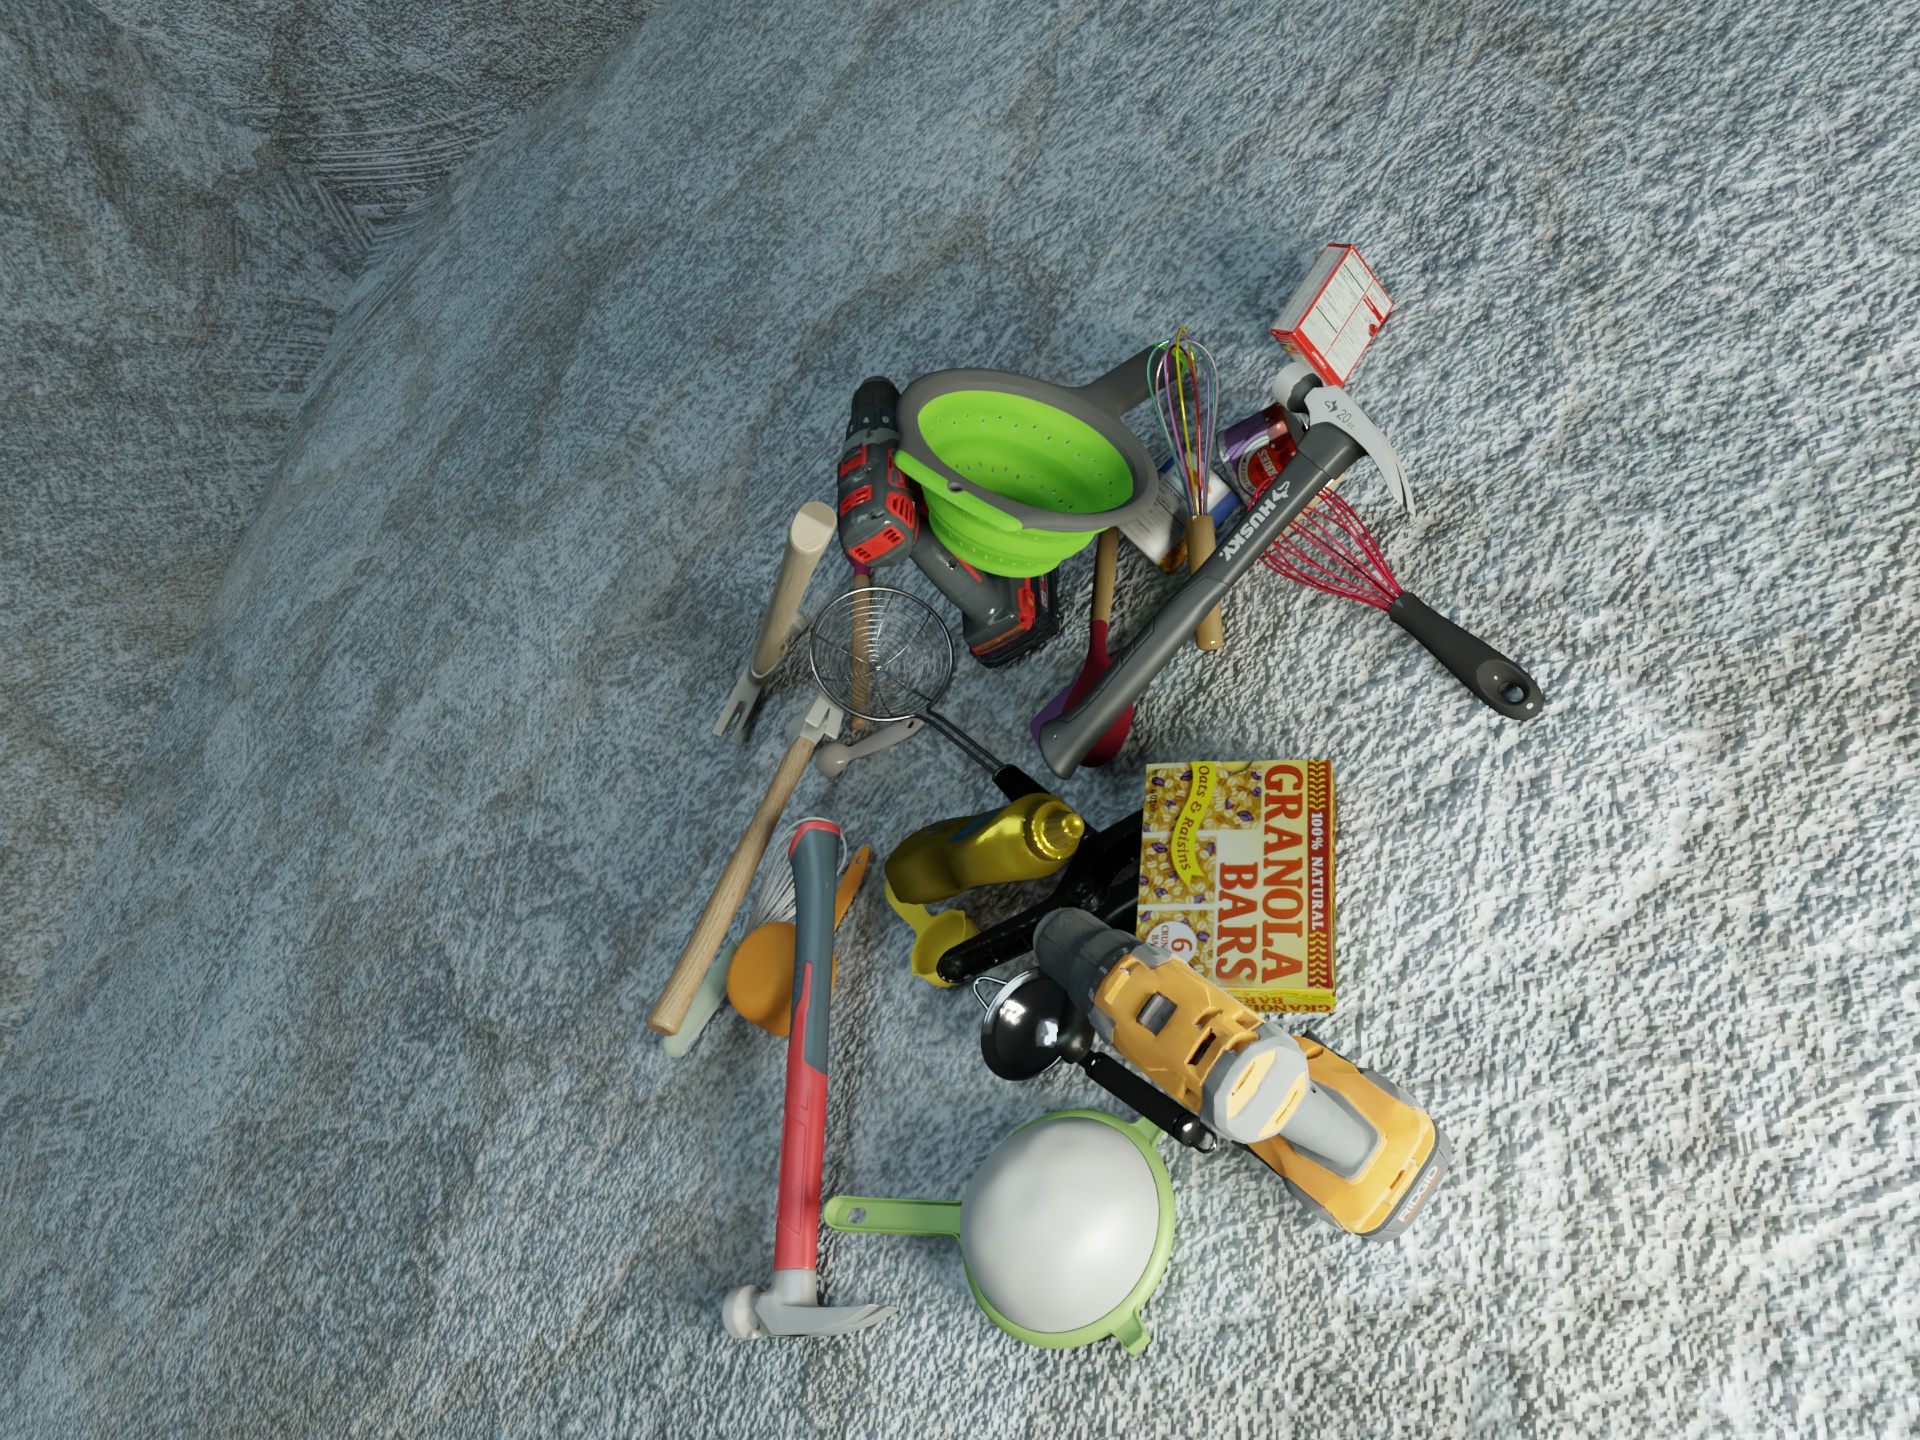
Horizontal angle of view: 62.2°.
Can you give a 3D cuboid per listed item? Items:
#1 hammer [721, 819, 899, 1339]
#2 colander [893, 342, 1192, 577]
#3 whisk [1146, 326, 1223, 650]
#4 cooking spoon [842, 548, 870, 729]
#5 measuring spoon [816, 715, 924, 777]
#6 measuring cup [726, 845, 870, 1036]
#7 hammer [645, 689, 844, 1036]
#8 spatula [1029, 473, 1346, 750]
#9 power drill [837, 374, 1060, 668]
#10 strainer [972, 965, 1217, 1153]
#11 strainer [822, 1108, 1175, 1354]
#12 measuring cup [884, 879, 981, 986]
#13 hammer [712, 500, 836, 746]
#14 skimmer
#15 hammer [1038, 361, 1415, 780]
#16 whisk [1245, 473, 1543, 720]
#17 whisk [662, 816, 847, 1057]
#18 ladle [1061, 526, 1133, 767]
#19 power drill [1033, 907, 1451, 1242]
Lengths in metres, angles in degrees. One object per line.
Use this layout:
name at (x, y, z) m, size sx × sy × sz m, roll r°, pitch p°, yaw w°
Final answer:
hammer at (-0.103, 0.255, 1.193) m, size 0.143 × 0.038 × 0.387 m, roll -18°, pitch 58°, yaw 34°
colander at (0.081, -0.211, 1.268) m, size 0.397 × 0.204 × 0.094 m, roll -40°, pitch -22°, yaw -48°
whisk at (0.175, -0.175, 1.196) m, size 0.047 × 0.051 × 0.245 m, roll 157°, pitch 108°, yaw -84°
cooking spoon at (-0.095, -0.117, 1.528) m, size 0.069 × 0.017 × 0.319 m, roll -29°, pitch 44°, yaw 28°
measuring spoon at (-0.083, 0.018, 1.412) m, size 0.124 × 0.018 × 0.034 m, roll -24°, pitch 46°, yaw 31°
measuring cup at (-0.131, 0.172, 1.312) m, size 0.095 × 0.052 × 0.174 m, roll 16°, pitch 75°, yaw 50°
hammer at (-0.180, 0.113, 1.351) m, size 0.331 × 0.031 × 0.130 m, roll -66°, pitch 11°, yaw -26°
spatula at (0.173, -0.084, 1.231) m, size 0.316 × 0.018 × 0.060 m, roll -43°, pitch 37°, yaw 14°
power drill at (-0.017, -0.167, 1.318) m, size 0.080 × 0.226 × 0.188 m, roll -28°, pitch 45°, yaw 28°
strainer at (0.087, 0.225, 1.037) m, size 0.087 × 0.050 × 0.259 m, roll -54°, pitch 30°, yaw -8°
strainer at (0.008, 0.313, 1.019) m, size 0.256 × 0.069 × 0.152 m, roll -8°, pitch 55°, yaw 29°
measuring cup at (-0.025, 0.160, 1.246) m, size 0.062 × 0.029 × 0.157 m, roll -51°, pitch 26°, yaw 1°
hammer at (-0.159, -0.087, 1.379) m, size 0.146 × 0.038 × 0.410 m, roll -65°, pitch 5°, yaw -17°
skimmer at (-0.002, -0.004, 1.289) m, size 0.127 × 0.090 × 0.364 m, roll -27°, pitch 36°, yaw -19°
hammer at (0.173, -0.087, 1.124) m, size 0.334 × 0.035 × 0.146 m, roll -49°, pitch 49°, yaw 14°
whisk at (0.290, -0.087, 1.088) m, size 0.073 × 0.073 × 0.296 m, roll -47°, pitch 45°, yaw 7°
whisk at (-0.179, 0.187, 1.361) m, size 0.246 × 0.059 × 0.058 m, roll -55°, pitch -6°, yaw 4°
ladle at (0.115, -0.095, 1.276) m, size 0.069 × 0.031 × 0.316 m, roll -26°, pitch 39°, yaw 35°
power drill at (0.149, 0.188, 0.877) m, size 0.084 × 0.226 × 0.185 m, roll -55°, pitch 38°, yaw -3°
